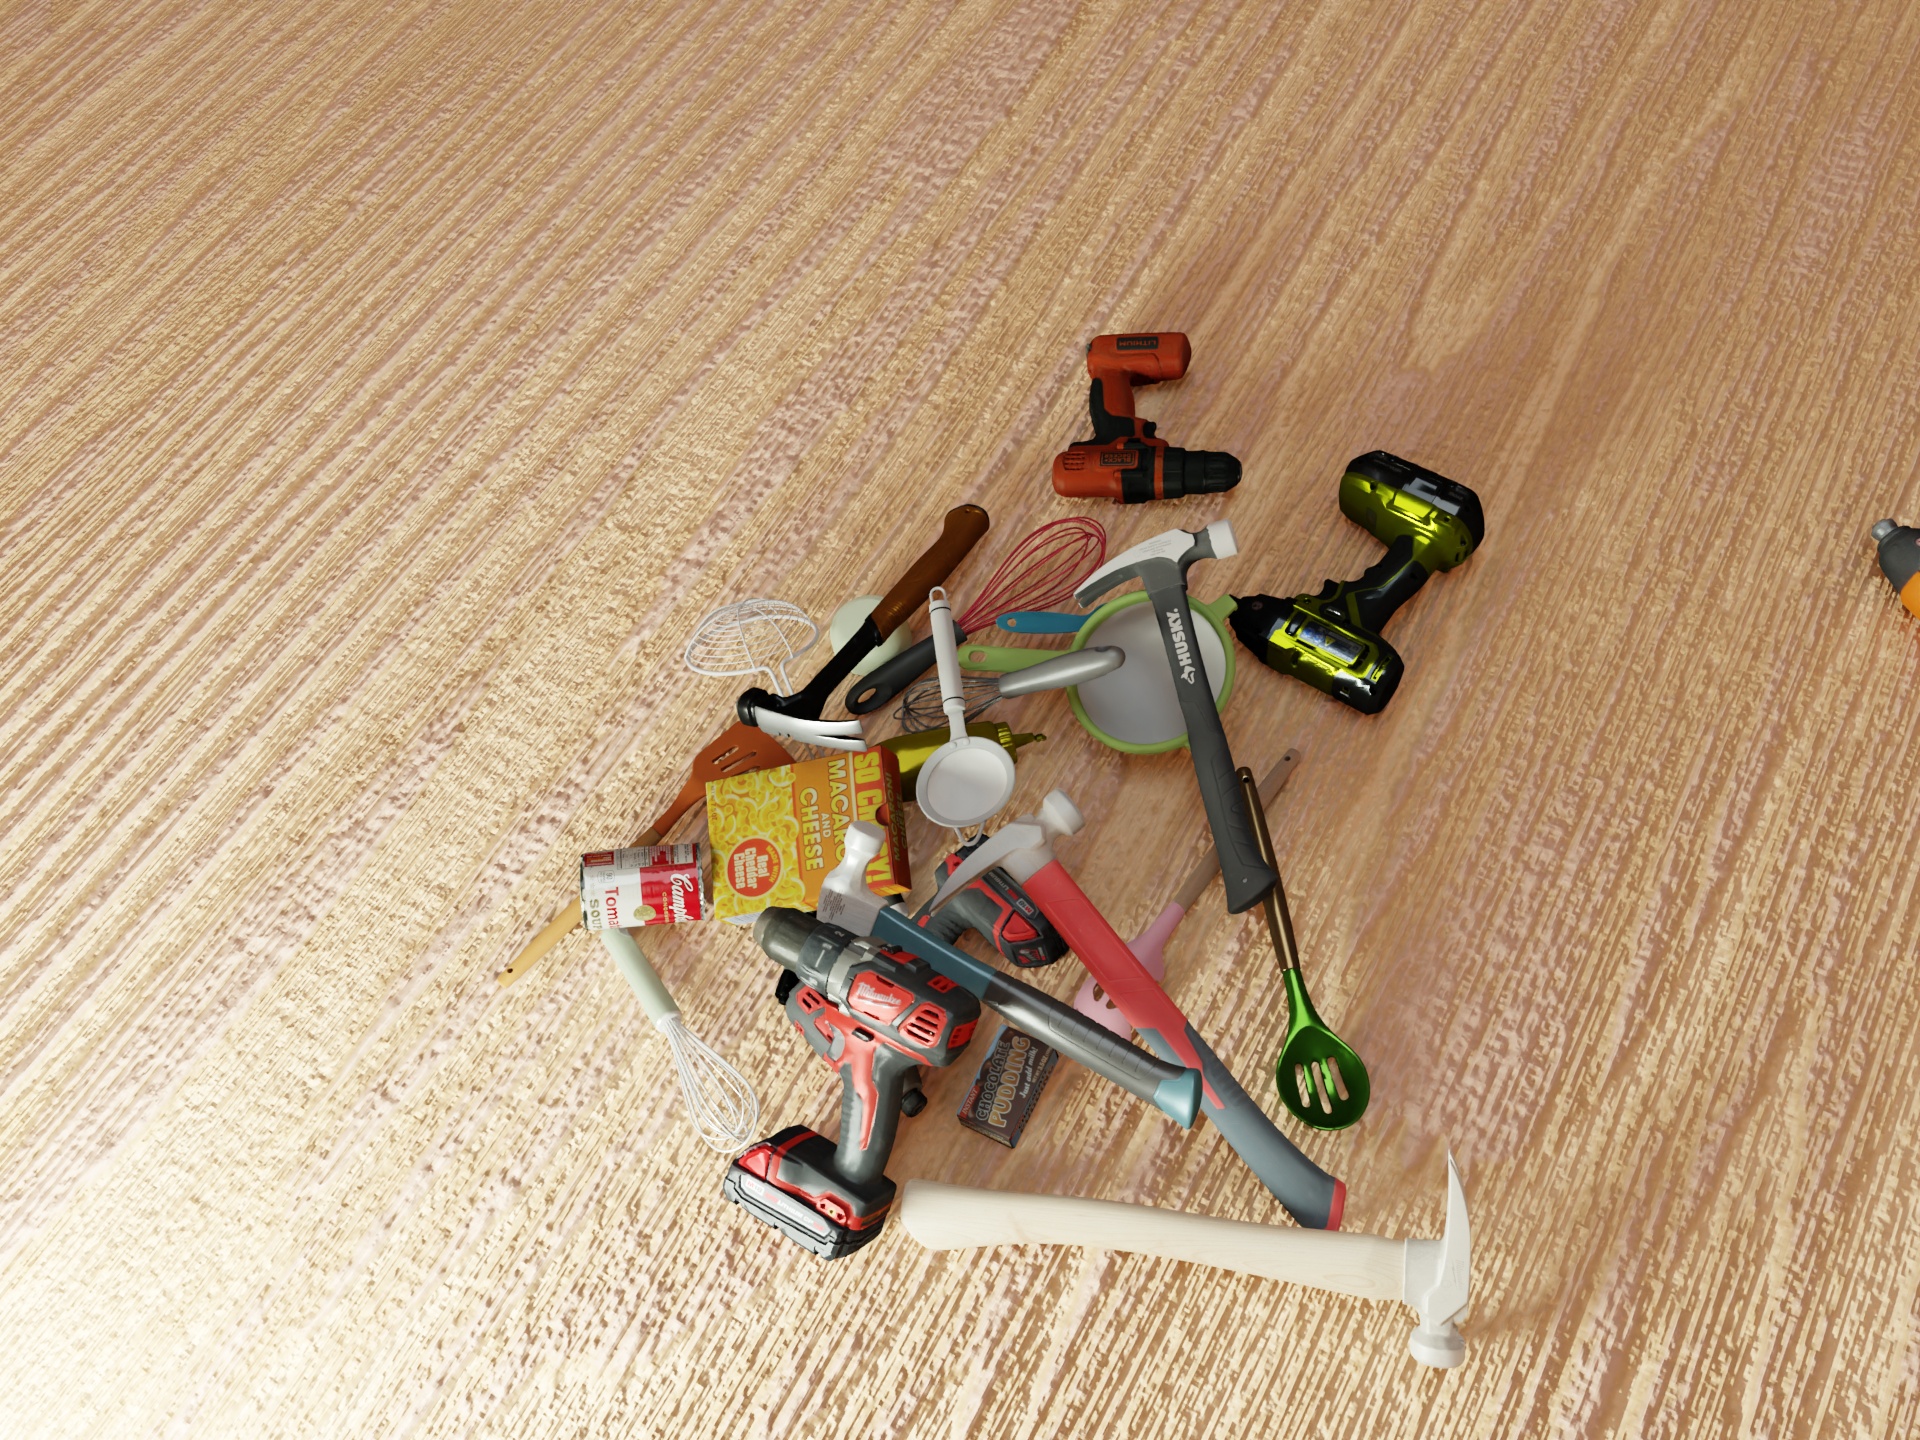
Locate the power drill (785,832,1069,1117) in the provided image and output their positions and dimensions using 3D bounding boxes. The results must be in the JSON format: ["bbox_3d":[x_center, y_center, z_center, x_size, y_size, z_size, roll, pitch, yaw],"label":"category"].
[{"bbox_3d":[-0.020,0.210,1.292,0.219,0.078,0.143,-41,61,-12],"label":"power drill"}]

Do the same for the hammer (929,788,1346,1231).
[{"bbox_3d":[0.141,0.241,1.210,0.143,0.038,0.386,-38,76,-5],"label":"hammer"}]

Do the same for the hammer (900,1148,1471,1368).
[{"bbox_3d":[0.157,0.366,1.159,0.410,0.038,0.146,3,93,15],"label":"hammer"}]

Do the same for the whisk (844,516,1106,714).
[{"bbox_3d":[0.016,-0.095,1.480,0.296,0.073,0.073,-35,60,-6],"label":"whisk"}]

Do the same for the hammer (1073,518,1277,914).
[{"bbox_3d":[0.196,-0.001,1.333,0.146,0.035,0.335,-16,69,13],"label":"hammer"}]

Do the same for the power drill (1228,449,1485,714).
[{"bbox_3d":[0.355,-0.130,1.438,0.171,0.080,0.223,31,71,24],"label":"power drill"}]

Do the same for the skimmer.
[{"bbox_3d":[-0.137,0.033,1.443,0.127,0.090,0.364,-20,67,-20],"label":"skimmer"}]

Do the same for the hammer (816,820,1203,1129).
[{"bbox_3d":[0.034,0.206,1.198,0.331,0.033,0.128,28,107,16],"label":"hammer"}]

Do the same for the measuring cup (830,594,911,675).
[{"bbox_3d":[-0.062,-0.118,1.516,0.083,0.038,0.168,27,69,23],"label":"measuring cup"}]

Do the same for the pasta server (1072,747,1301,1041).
[{"bbox_3d":[0.197,0.140,1.328,0.060,0.040,0.316,30,64,24],"label":"pasta server"}]

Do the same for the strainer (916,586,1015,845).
[{"bbox_3d":[-0.002,-0.004,1.364,0.087,0.050,0.259,-14,63,10],"label":"strainer"}]

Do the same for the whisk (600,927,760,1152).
[{"bbox_3d":[-0.237,0.256,1.316,0.059,0.057,0.247,-48,56,8],"label":"whisk"}]

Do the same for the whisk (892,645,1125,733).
[{"bbox_3d":[0.039,-0.030,1.392,0.239,0.055,0.055,-15,53,33],"label":"whisk"}]

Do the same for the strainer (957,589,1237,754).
[{"bbox_3d":[0.124,-0.040,1.427,0.256,0.069,0.151,5,75,22],"label":"strainer"}]

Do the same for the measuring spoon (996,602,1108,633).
[{"bbox_3d":[0.095,-0.088,1.469,0.128,0.021,0.042,1,79,-8],"label":"measuring spoon"}]

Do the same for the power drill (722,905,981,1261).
[{"bbox_3d":[-0.102,0.265,1.201,0.188,0.080,0.226,25,101,22],"label":"power drill"}]

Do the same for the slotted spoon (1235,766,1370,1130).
[{"bbox_3d":[0.262,0.177,1.280,0.070,0.031,0.314,-10,61,2],"label":"slotted spoon"}]

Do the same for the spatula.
[{"bbox_3d":[-0.285,0.121,1.419,0.081,0.041,0.322,39,76,25],"label":"spatula"}]

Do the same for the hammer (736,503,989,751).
[{"bbox_3d":[-0.059,-0.095,1.445,0.127,0.034,0.337,13,45,29],"label":"hammer"}]

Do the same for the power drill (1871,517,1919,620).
[{"bbox_3d":[0.911,-0.148,1.356,0.226,0.084,0.164,-27,58,-3],"label":"power drill"}]
